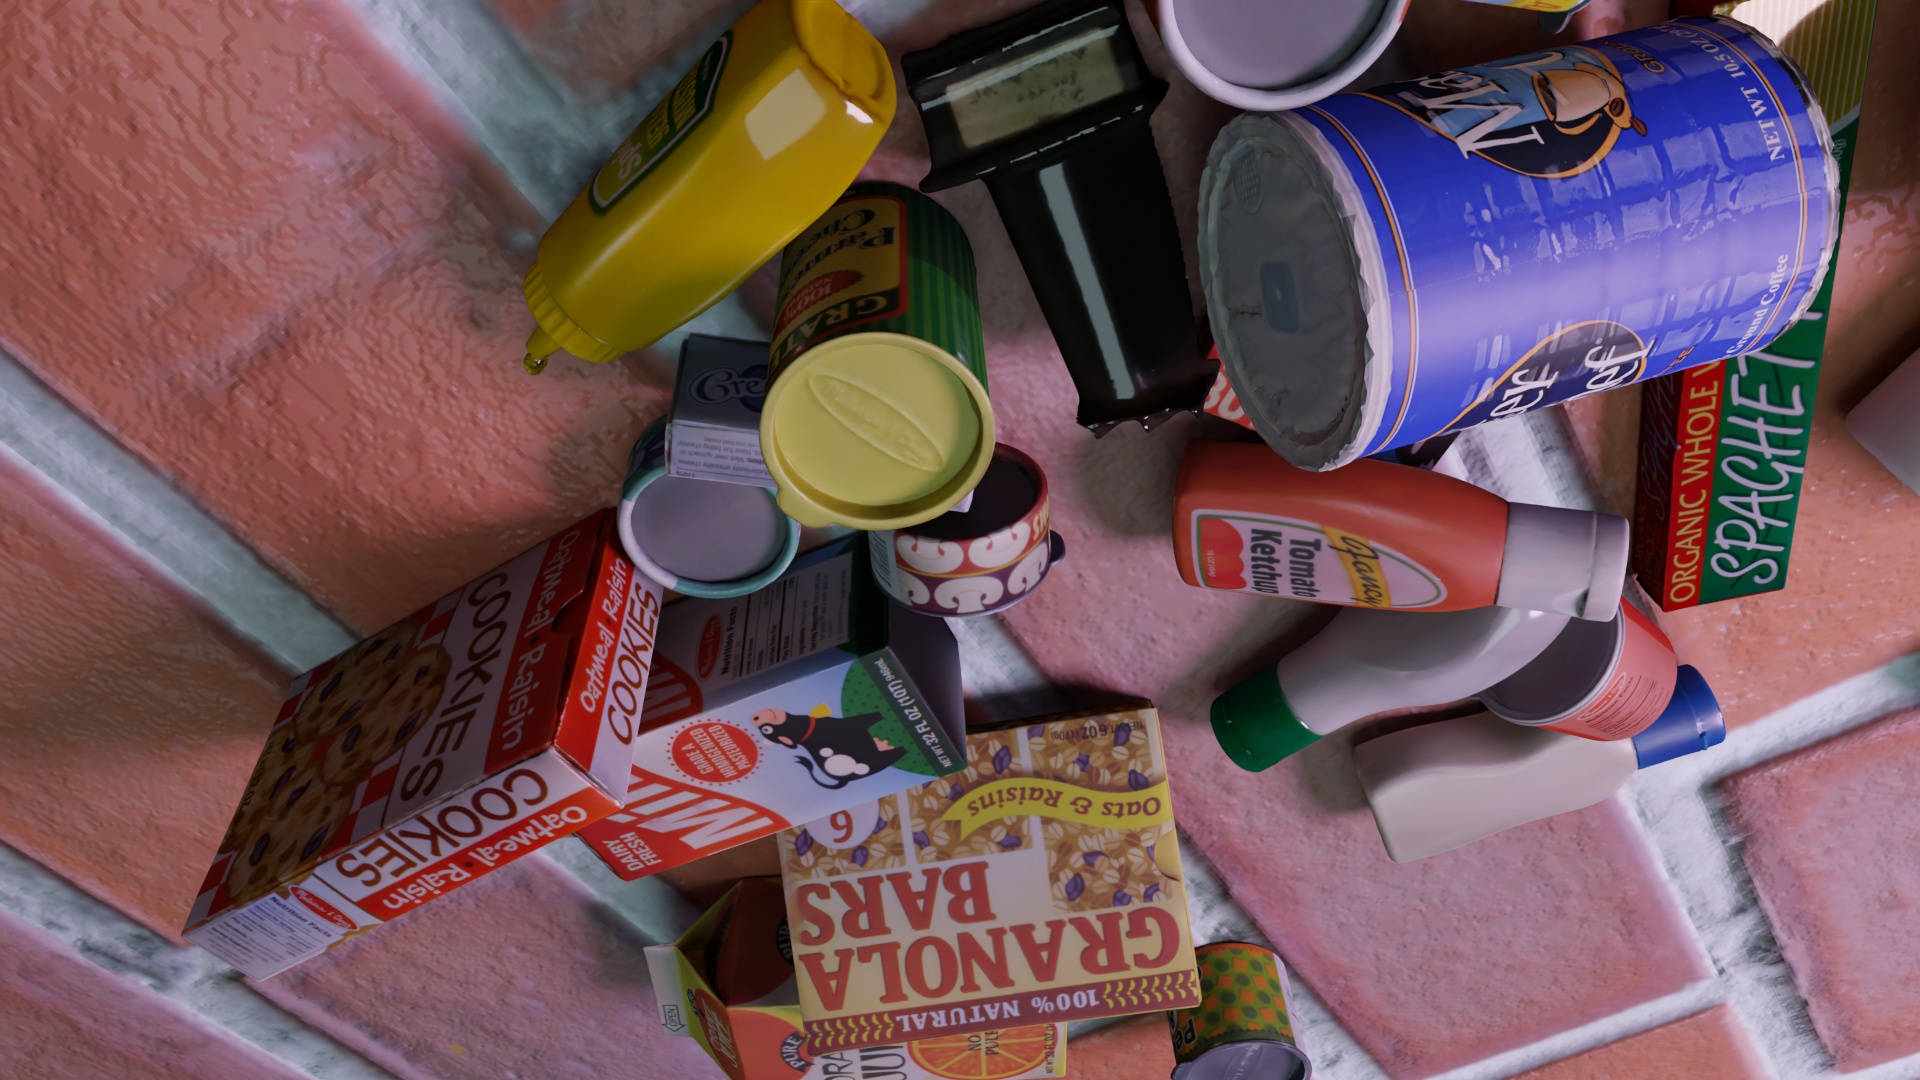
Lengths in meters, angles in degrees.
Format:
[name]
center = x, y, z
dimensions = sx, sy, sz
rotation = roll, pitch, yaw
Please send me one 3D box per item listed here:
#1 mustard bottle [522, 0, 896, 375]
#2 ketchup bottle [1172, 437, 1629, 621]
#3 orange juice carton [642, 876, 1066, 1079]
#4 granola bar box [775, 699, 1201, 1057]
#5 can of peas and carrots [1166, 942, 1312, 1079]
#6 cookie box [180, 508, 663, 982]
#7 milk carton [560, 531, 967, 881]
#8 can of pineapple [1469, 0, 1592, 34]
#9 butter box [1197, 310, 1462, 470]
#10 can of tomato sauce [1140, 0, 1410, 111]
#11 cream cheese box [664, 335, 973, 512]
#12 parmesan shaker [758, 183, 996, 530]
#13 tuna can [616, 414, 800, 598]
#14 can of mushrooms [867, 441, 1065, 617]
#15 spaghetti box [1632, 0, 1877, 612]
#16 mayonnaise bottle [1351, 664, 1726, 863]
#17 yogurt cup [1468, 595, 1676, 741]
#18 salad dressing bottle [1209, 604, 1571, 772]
[mustard bottle]
center = -0.089, -0.097, 0.423
dimensions = 0.159, 0.065, 0.048
rotation = -36, 126, 26
[ketchup bottle]
center = 0.152, -0.001, 0.491
dimensions = 0.149, 0.044, 0.064
rotation = 8, 146, 19
[orange juice carton]
center = -0.049, 0.207, 0.655
dimensions = 0.193, 0.073, 0.071
rotation = -3, 128, -1
[granola bar box]
center = 0.010, 0.140, 0.585
dimensions = 0.165, 0.039, 0.124
rotation = -9, 88, 3
[can of peas and carrots]
center = 0.137, 0.248, 0.708
dimensions = 0.071, 0.059, 0.070
rotation = -1, 128, -2
[cookie box]
center = -0.191, 0.071, 0.508
dimensions = 0.167, 0.123, 0.040
rotation = -27, 126, 16
[milk carton]
center = -0.099, 0.071, 0.546
dimensions = 0.190, 0.074, 0.072
rotation = -20, 127, 12
[can of pineapple]
center = 0.143, -0.177, 0.372
dimensions = 0.058, 0.071, 0.070
rotation = 5, 127, -6
[butter box]
center = 0.131, -0.059, 0.491
dimensions = 0.103, 0.024, 0.052
rotation = 17, 124, -17
[can of tomato sauce]
center = 0.076, -0.162, 0.369
dimensions = 0.071, 0.083, 0.070
rotation = -2, 128, -2
[cream cheese box]
center = -0.046, -0.040, 0.475
dimensions = 0.104, 0.054, 0.024
rotation = 7, 129, -9
[parmesan shaker]
center = -0.028, -0.059, 0.430
dimensions = 0.071, 0.103, 0.071
rotation = -2, 128, -2
[tuna can]
center = -0.088, -0.013, 0.506
dimensions = 0.071, 0.033, 0.070
rotation = -2, 128, -2
[can of mushrooms]
center = 0.002, -0.006, 0.497
dimensions = 0.071, 0.071, 0.033
rotation = -5, 127, 0
[spaghetti box]
center = 0.270, -0.075, 0.484
dimensions = 0.050, 0.029, 0.248
rotation = -12, 127, 7
[mayonnaise bottle]
center = 0.252, 0.095, 0.608
dimensions = 0.148, 0.041, 0.064
rotation = -20, 129, 11
[yogurt cup]
center = 0.247, 0.048, 0.557
dimensions = 0.054, 0.073, 0.072
rotation = 23, 123, -30
[salad dressing bottle]
center = 0.166, 0.045, 0.554
dimensions = 0.044, 0.064, 0.147
rotation = 28, 130, -34
